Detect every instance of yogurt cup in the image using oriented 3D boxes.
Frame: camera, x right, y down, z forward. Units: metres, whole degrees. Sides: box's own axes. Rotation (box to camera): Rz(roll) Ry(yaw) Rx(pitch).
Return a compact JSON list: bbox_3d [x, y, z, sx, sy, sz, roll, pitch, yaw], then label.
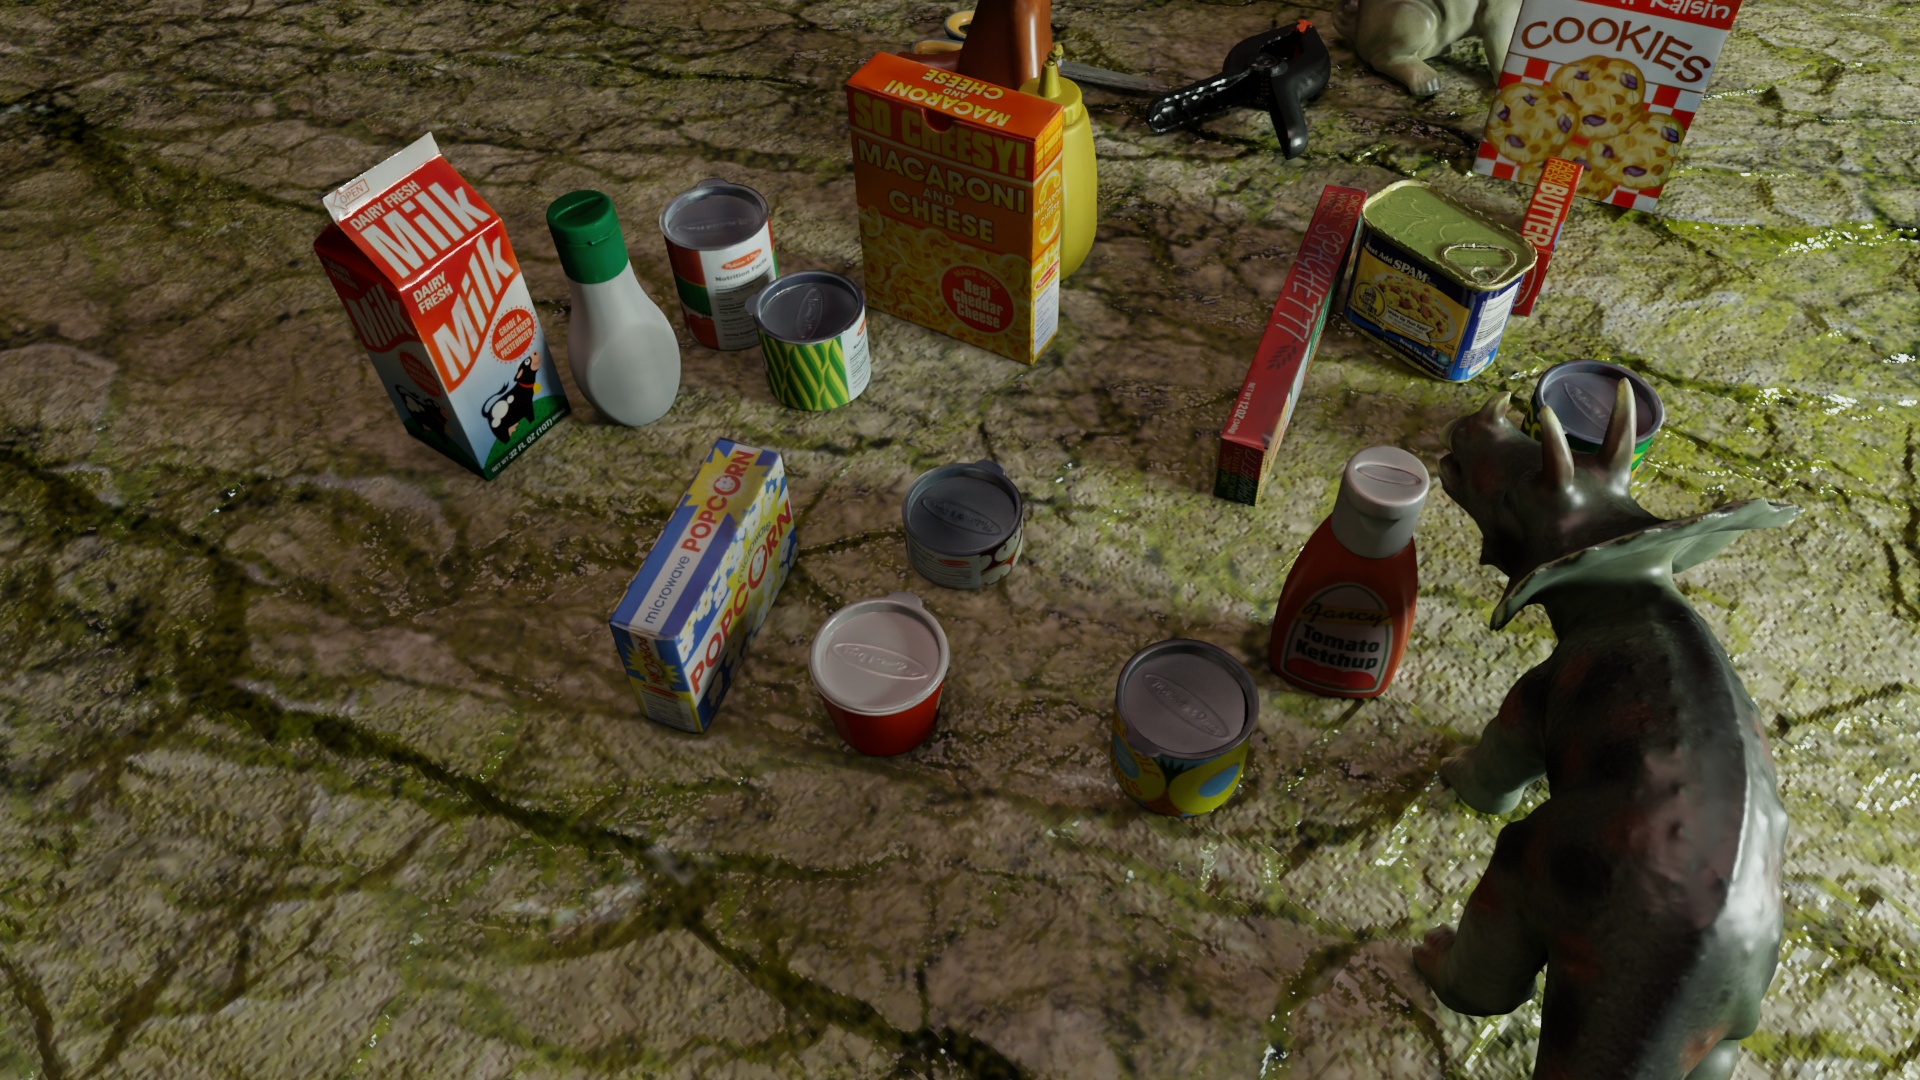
[{"bbox_3d":[-0.039,0.070,0.687,0.072,0.053,0.073,-1,50,1],"label":"yogurt cup"}]

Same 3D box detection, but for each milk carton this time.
[{"bbox_3d":[-0.290,-0.130,0.774,0.073,0.189,0.073,27,57,23],"label":"milk carton"}]

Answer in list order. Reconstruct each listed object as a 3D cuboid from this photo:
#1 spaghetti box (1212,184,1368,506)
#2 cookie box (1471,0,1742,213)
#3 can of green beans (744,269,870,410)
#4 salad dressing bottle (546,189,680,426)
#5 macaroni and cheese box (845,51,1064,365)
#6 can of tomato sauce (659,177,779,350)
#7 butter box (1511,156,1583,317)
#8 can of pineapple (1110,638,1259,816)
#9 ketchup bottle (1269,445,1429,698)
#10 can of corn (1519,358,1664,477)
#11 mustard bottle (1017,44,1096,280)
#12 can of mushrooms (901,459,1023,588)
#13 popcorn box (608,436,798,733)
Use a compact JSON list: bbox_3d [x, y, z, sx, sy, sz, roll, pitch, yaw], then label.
[{"bbox_3d":[0.203,-0.126,0.843,0.029,0.050,0.251,17,53,16],"label":"spaghetti box"},{"bbox_3d":[0.421,-0.307,0.909,0.123,0.166,0.040,20,54,17],"label":"cookie box"},{"bbox_3d":[-0.089,-0.121,0.845,0.071,0.057,0.071,-1,50,1],"label":"can of green beans"},{"bbox_3d":[-0.201,-0.131,0.799,0.064,0.146,0.044,-31,56,-21],"label":"salad dressing bottle"},{"bbox_3d":[-0.002,-0.195,0.832,0.124,0.165,0.040,23,55,20],"label":"macaroni and cheese box"},{"bbox_3d":[-0.149,-0.173,0.873,0.071,0.082,0.071,-1,50,1],"label":"can of tomato sauce"},{"bbox_3d":[0.372,-0.196,0.893,0.024,0.052,0.104,20,54,18],"label":"butter box"},{"bbox_3d":[0.104,0.090,0.662,0.071,0.057,0.071,-1,50,1],"label":"can of pineapple"},{"bbox_3d":[0.188,0.017,0.661,0.065,0.148,0.044,13,52,12],"label":"ketchup bottle"},{"bbox_3d":[0.345,-0.057,0.775,0.071,0.058,0.071,-1,50,1],"label":"can of corn"},{"bbox_3d":[0.053,-0.238,0.870,0.065,0.159,0.049,31,58,25],"label":"mustard bottle"},{"bbox_3d":[0.003,-0.010,0.764,0.071,0.033,0.071,-1,50,1],"label":"can of mushrooms"},{"bbox_3d":[-0.127,0.022,0.709,0.038,0.084,0.127,13,52,13],"label":"popcorn box"}]
